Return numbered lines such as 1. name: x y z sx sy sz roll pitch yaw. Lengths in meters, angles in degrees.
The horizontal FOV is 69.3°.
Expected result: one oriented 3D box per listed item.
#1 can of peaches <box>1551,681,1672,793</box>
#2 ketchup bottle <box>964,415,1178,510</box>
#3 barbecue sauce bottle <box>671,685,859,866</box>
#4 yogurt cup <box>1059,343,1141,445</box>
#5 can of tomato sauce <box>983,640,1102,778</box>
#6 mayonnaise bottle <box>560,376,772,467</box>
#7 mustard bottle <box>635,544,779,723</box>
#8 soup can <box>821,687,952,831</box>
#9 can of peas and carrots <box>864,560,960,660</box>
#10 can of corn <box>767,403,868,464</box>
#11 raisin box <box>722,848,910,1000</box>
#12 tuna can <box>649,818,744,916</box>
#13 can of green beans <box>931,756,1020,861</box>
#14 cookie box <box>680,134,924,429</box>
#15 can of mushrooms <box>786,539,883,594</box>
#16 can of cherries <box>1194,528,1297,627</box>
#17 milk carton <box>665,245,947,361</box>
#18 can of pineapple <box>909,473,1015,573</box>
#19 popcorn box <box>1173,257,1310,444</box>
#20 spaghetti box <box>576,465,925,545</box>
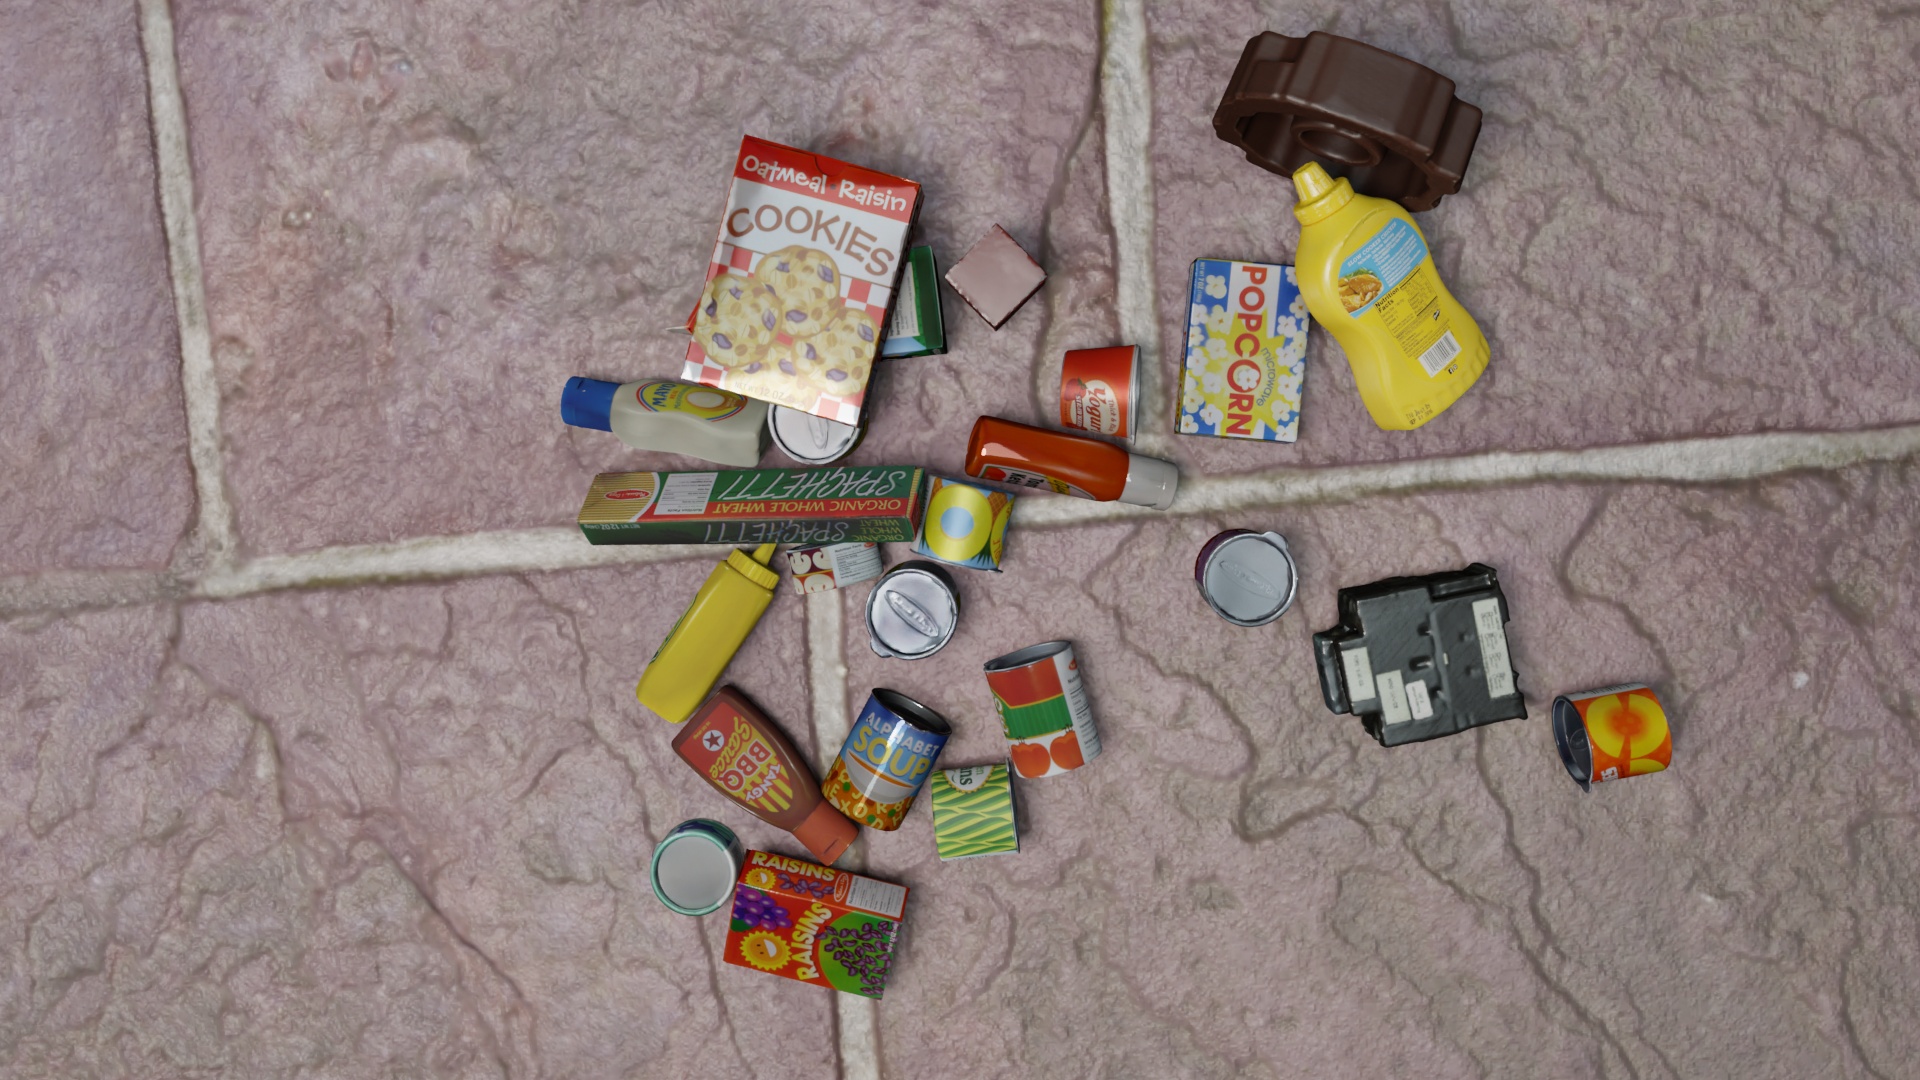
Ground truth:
1. can of peaches: 0.466 0.140 0.994 0.058 0.071 0.071 -12 94 2
2. ketchup bottle: 0.080 -0.054 0.997 0.149 0.064 0.043 11 82 -7
3. barbecue sauce bottle: -0.140 0.178 1.029 0.148 0.044 0.065 43 95 -2
4. yogurt cup: 0.100 -0.107 0.991 0.054 0.072 0.072 4 95 10
5. can of tomato sauce: 0.058 0.122 1.008 0.071 0.071 0.083 -17 94 3
6. mayonnaise bottle: -0.211 -0.090 1.003 0.148 0.065 0.041 9 128 3
7. mustard bottle: -0.175 0.056 1.014 0.049 0.065 0.160 34 89 -6
8. soup can: -0.054 0.160 1.011 0.071 0.071 0.083 28 95 0
9. can of peas and carrots: -0.035 0.051 1.009 0.071 0.059 0.071 0 95 3
10. can of corn: -0.099 -0.089 1.000 0.071 0.058 0.071 0 94 2
11. raisin box: -0.107 0.283 1.024 0.123 0.040 0.085 13 120 0
12. tuna can: -0.200 0.245 1.042 0.071 0.033 0.071 0 94 1
13. can of green beans: 0.011 0.198 1.014 0.058 0.071 0.071 -7 94 3
14. cookie box: -0.105 -0.171 0.930 0.123 0.040 0.167 15 93 1
15. can of mushrooms: -0.092 0.015 1.006 0.071 0.071 0.033 -13 95 3
16. can of cherries: 0.206 0.024 0.999 0.071 0.058 0.071 0 94 3
17. milk carton: -0.109 -0.159 0.989 0.191 0.072 0.073 -7 94 2
18. can of pineapple: 0.004 -0.013 0.998 0.071 0.071 0.057 13 95 1
19. popcorn box: 0.203 -0.135 0.996 0.085 0.038 0.126 5 95 0
20. spaghetti box: -0.148 -0.024 0.986 0.250 0.050 0.028 -1 139 13
